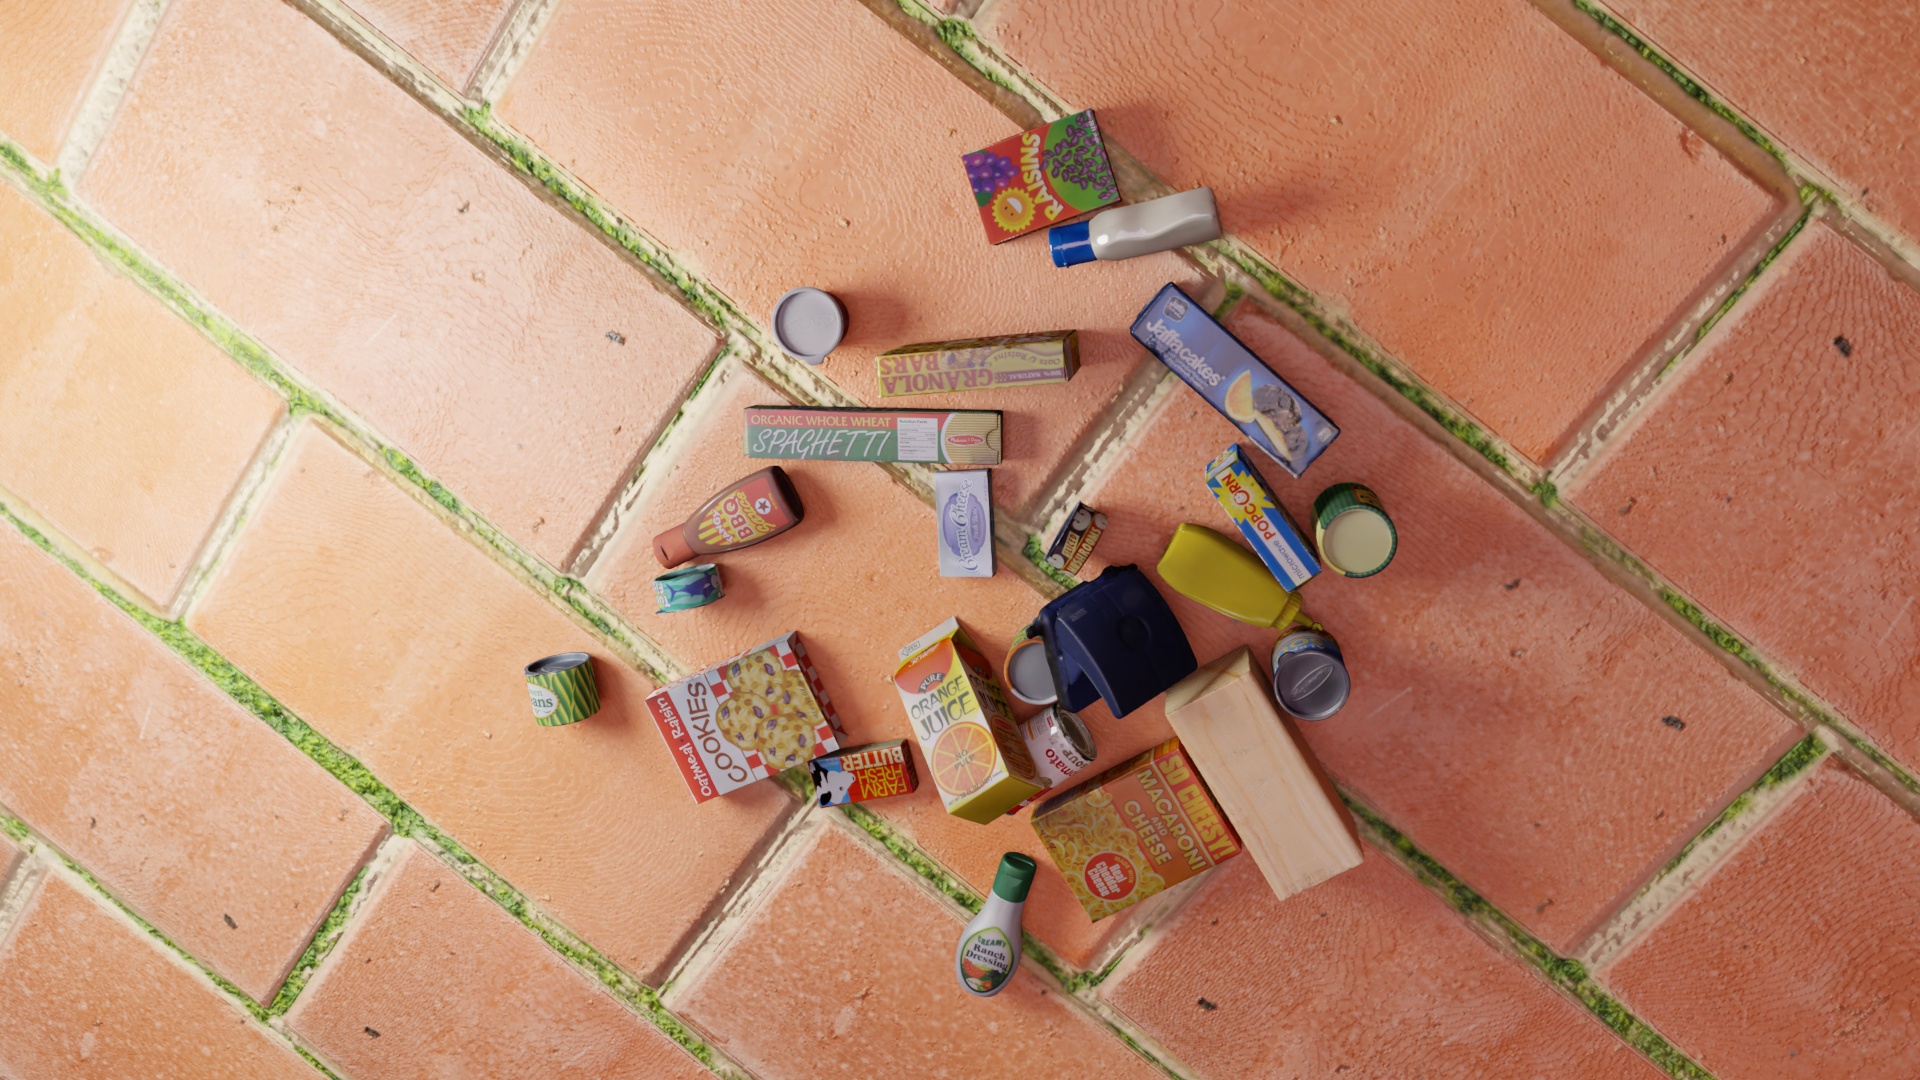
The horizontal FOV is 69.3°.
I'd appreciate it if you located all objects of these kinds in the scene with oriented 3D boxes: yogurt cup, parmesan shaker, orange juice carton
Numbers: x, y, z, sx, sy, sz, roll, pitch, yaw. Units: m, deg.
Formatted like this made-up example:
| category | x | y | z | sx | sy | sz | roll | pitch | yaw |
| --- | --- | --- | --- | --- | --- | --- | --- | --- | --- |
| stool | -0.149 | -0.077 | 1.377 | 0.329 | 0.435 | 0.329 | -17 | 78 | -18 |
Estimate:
| category | x | y | z | sx | sy | sz | roll | pitch | yaw |
| --- | --- | --- | --- | --- | --- | --- | --- | --- | --- |
| yogurt cup | -0.136 | -0.203 | 1.291 | 0.072 | 0.054 | 0.072 | 2 | 103 | 9 |
| parmesan shaker | 0.347 | -0.008 | 1.224 | 0.071 | 0.103 | 0.071 | 2 | 103 | 9 |
| orange juice carton | 0.000 | 0.165 | 1.314 | 0.071 | 0.073 | 0.193 | -35 | 56 | 15 |

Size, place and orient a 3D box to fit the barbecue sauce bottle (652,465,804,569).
| category | x | y | z | sx | sy | sz | roll | pitch | yaw |
| --- | --- | --- | --- | --- | --- | --- | --- | --- | --- |
| barbecue sauce bottle | -0.230 | -0.017 | 1.355 | 0.148 | 0.044 | 0.064 | -24 | 98 | 15 |

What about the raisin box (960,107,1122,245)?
| category | x | y | z | sx | sy | sz | roll | pitch | yaw |
| --- | --- | --- | --- | --- | --- | --- | --- | --- | --- |
| raisin box | 0.072 | -0.323 | 1.236 | 0.123 | 0.040 | 0.086 | -17 | 100 | 12 |

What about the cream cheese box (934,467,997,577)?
| category | x | y | z | sx | sy | sz | roll | pitch | yaw |
| --- | --- | --- | --- | --- | --- | --- | --- | --- | --- |
| cream cheese box | 0.005 | -0.017 | 1.324 | 0.053 | 0.024 | 0.103 | -1 | 102 | 12 |

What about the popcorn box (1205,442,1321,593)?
| category | x | y | z | sx | sy | sz | roll | pitch | yaw |
| --- | --- | --- | --- | --- | --- | --- | --- | --- | --- |
| popcorn box | 0.271 | -0.021 | 1.244 | 0.038 | 0.085 | 0.126 | -36 | 95 | 17 |

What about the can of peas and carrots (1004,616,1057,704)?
| category | x | y | z | sx | sy | sz | roll | pitch | yaw |
| --- | --- | --- | --- | --- | --- | --- | --- | --- | --- |
| can of peas and carrots | 0.077 | 0.114 | 1.322 | 0.071 | 0.059 | 0.070 | 2 | 103 | 9 |

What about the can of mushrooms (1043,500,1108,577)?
| category | x | y | z | sx | sy | sz | roll | pitch | yaw |
| --- | --- | --- | --- | --- | --- | --- | --- | --- | --- |
| can of mushrooms | 0.107 | -0.001 | 1.285 | 0.033 | 0.071 | 0.071 | 31 | 106 | 0 |

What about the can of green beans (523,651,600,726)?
| category | x | y | z | sx | sy | sz | roll | pitch | yaw |
| --- | --- | --- | --- | --- | --- | --- | --- | --- | --- |
| can of green beans | -0.404 | 0.151 | 1.411 | 0.071 | 0.071 | 0.057 | -6 | 102 | 11 |

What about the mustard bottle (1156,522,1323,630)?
| category | x | y | z | sx | sy | sz | roll | pitch | yaw |
| --- | --- | --- | --- | --- | --- | --- | --- | --- | --- |
| mustard bottle | 0.261 | 0.044 | 1.279 | 0.160 | 0.049 | 0.065 | 30 | 108 | 2 |

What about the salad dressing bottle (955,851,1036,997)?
| category | x | y | z | sx | sy | sz | roll | pitch | yaw |
| --- | --- | --- | --- | --- | --- | --- | --- | --- | --- |
| salad dressing bottle | 0.038 | 0.385 | 1.398 | 0.064 | 0.044 | 0.147 | 18 | 105 | 7 |

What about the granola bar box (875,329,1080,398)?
| category | x | y | z | sx | sy | sz | roll | pitch | yaw |
| --- | --- | --- | --- | --- | --- | --- | --- | --- | --- |
| granola bar box | 0.019 | -0.159 | 1.237 | 0.165 | 0.124 | 0.039 | -4 | 102 | 11 |

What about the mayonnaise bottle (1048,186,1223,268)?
| category | x | y | z | sx | sy | sz | roll | pitch | yaw |
| --- | --- | --- | --- | --- | --- | --- | --- | --- | --- |
| mayonnaise bottle | 0.153 | -0.273 | 1.222 | 0.148 | 0.065 | 0.041 | -9 | 80 | 16 |

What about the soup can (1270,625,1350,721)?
| category | x | y | z | sx | sy | sz | roll | pitch | yaw |
| --- | --- | --- | --- | --- | --- | --- | --- | --- | --- |
| soup can | 0.316 | 0.117 | 1.268 | 0.071 | 0.084 | 0.071 | 2 | 103 | 9 |

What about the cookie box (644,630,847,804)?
| category | x | y | z | sx | sy | sz | roll | pitch | yaw |
| --- | --- | --- | --- | --- | --- | --- | --- | --- | --- |
| cookie box | -0.216 | 0.179 | 1.399 | 0.167 | 0.040 | 0.122 | -23 | 98 | 13 |

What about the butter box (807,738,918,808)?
| category | x | y | z | sx | sy | sz | roll | pitch | yaw |
| --- | --- | --- | --- | --- | --- | --- | --- | --- | --- |
| butter box | -0.098 | 0.234 | 1.398 | 0.103 | 0.024 | 0.053 | -11 | 100 | 12 |

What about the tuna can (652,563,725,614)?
| category | x | y | z | sx | sy | sz | roll | pitch | yaw |
| --- | --- | --- | --- | --- | --- | --- | --- | --- | --- |
| tuna can | -0.269 | 0.047 | 1.363 | 0.071 | 0.071 | 0.032 | -11 | 99 | 12 |

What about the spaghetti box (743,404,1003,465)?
| category | x | y | z | sx | sy | sz | roll | pitch | yaw |
| --- | --- | --- | --- | --- | --- | --- | --- | --- | --- |
| spaghetti box | -0.083 | -0.101 | 1.318 | 0.250 | 0.029 | 0.050 | 2 | 103 | 9 |

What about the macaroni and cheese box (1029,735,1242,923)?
| category | x | y | z | sx | sy | sz | roll | pitch | yaw |
| --- | --- | --- | --- | --- | --- | --- | --- | --- | --- |
| macaroni and cheese box | 0.171 | 0.281 | 1.353 | 0.166 | 0.040 | 0.123 | -30 | 96 | 15 |
